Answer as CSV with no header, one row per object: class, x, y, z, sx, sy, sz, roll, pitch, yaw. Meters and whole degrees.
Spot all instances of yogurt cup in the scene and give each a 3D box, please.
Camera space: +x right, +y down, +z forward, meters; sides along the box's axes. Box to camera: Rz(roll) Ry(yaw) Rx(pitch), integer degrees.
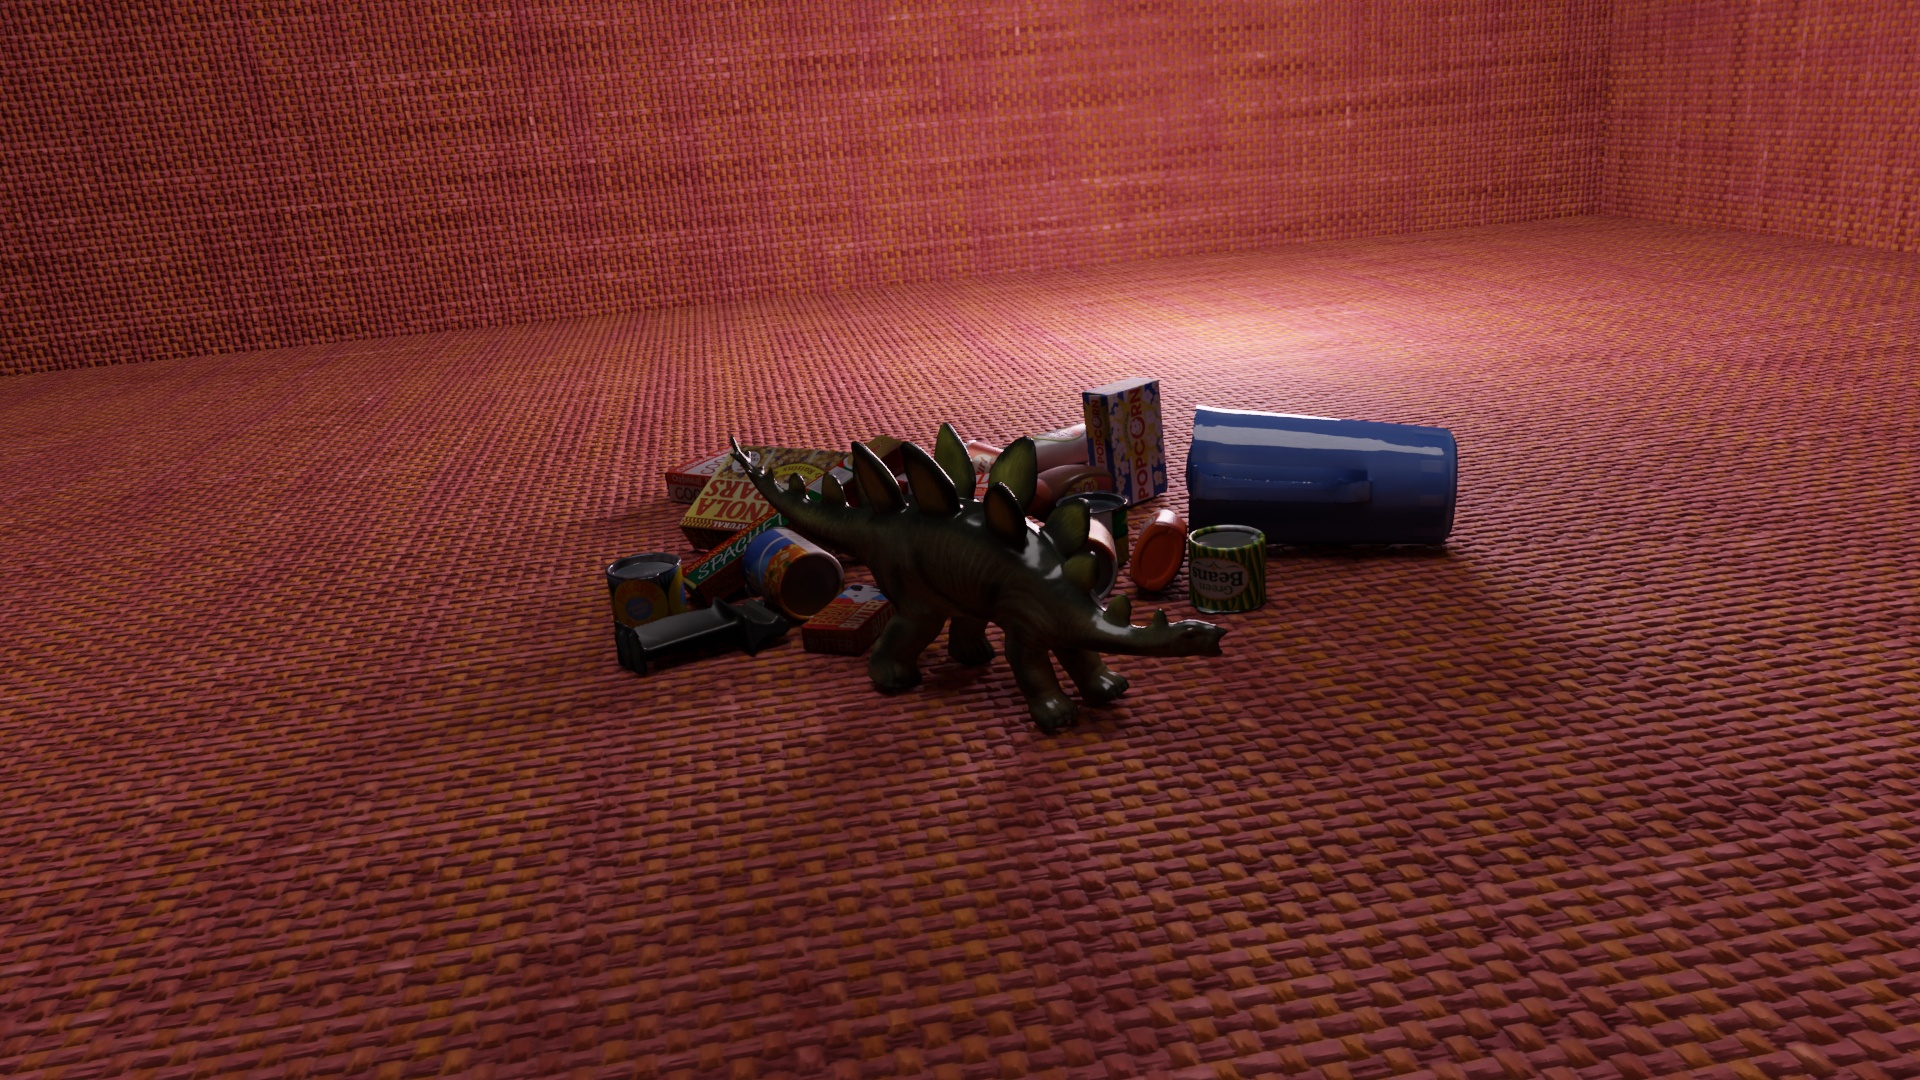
yogurt cup,0.031,-0.072,1.519,0.054,0.072,0.073,11,22,19

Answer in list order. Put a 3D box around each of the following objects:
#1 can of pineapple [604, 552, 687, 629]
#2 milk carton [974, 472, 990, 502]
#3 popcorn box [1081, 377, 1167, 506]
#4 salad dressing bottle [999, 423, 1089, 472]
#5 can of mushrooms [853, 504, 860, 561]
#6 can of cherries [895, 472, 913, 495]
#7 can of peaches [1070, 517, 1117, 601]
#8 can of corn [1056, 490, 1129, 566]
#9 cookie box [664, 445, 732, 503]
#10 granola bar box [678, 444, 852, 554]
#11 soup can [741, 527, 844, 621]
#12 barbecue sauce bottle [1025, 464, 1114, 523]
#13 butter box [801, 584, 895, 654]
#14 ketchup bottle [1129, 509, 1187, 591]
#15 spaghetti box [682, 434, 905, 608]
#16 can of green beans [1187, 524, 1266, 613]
can of pineapple,-0.278,0.049,1.233,0.071,0.057,0.071,-4,18,2
milk carton,0.005,-0.017,1.338,0.072,0.073,0.191,-1,18,11
popcorn box,0.175,-0.103,1.474,0.085,0.126,0.038,-19,19,-39
salad dressing bottle,0.091,-0.101,1.618,0.148,0.043,0.064,-17,23,-32
can of mushrooms,-0.083,-0.014,1.368,0.033,0.070,0.071,-1,18,9
can of cherries,-0.043,-0.044,1.456,0.071,0.058,0.072,-4,19,1
can of peaches,0.102,0.018,1.220,0.071,0.071,0.058,-3,19,4
can of corn,0.126,-0.010,1.312,0.071,0.058,0.071,-4,18,2
cookie box,-0.240,-0.074,1.623,0.167,0.040,0.123,7,22,32
granola bar box,-0.188,-0.040,1.431,0.165,0.039,0.125,6,49,28
soup can,-0.152,0.032,1.245,0.071,0.071,0.084,-14,21,-27
barbecue sauce bottle,0.094,-0.042,1.355,0.044,0.064,0.149,20,13,35
butter box,-0.090,0.067,1.187,0.053,0.024,0.104,2,19,21
ketchup bottle,0.183,0.002,1.266,0.043,0.064,0.149,23,13,6
spaghetti box,-0.156,-0.021,1.325,0.251,0.028,0.050,-37,30,-20
can of green beans,0.228,0.023,1.187,0.071,0.057,0.071,-4,18,1
